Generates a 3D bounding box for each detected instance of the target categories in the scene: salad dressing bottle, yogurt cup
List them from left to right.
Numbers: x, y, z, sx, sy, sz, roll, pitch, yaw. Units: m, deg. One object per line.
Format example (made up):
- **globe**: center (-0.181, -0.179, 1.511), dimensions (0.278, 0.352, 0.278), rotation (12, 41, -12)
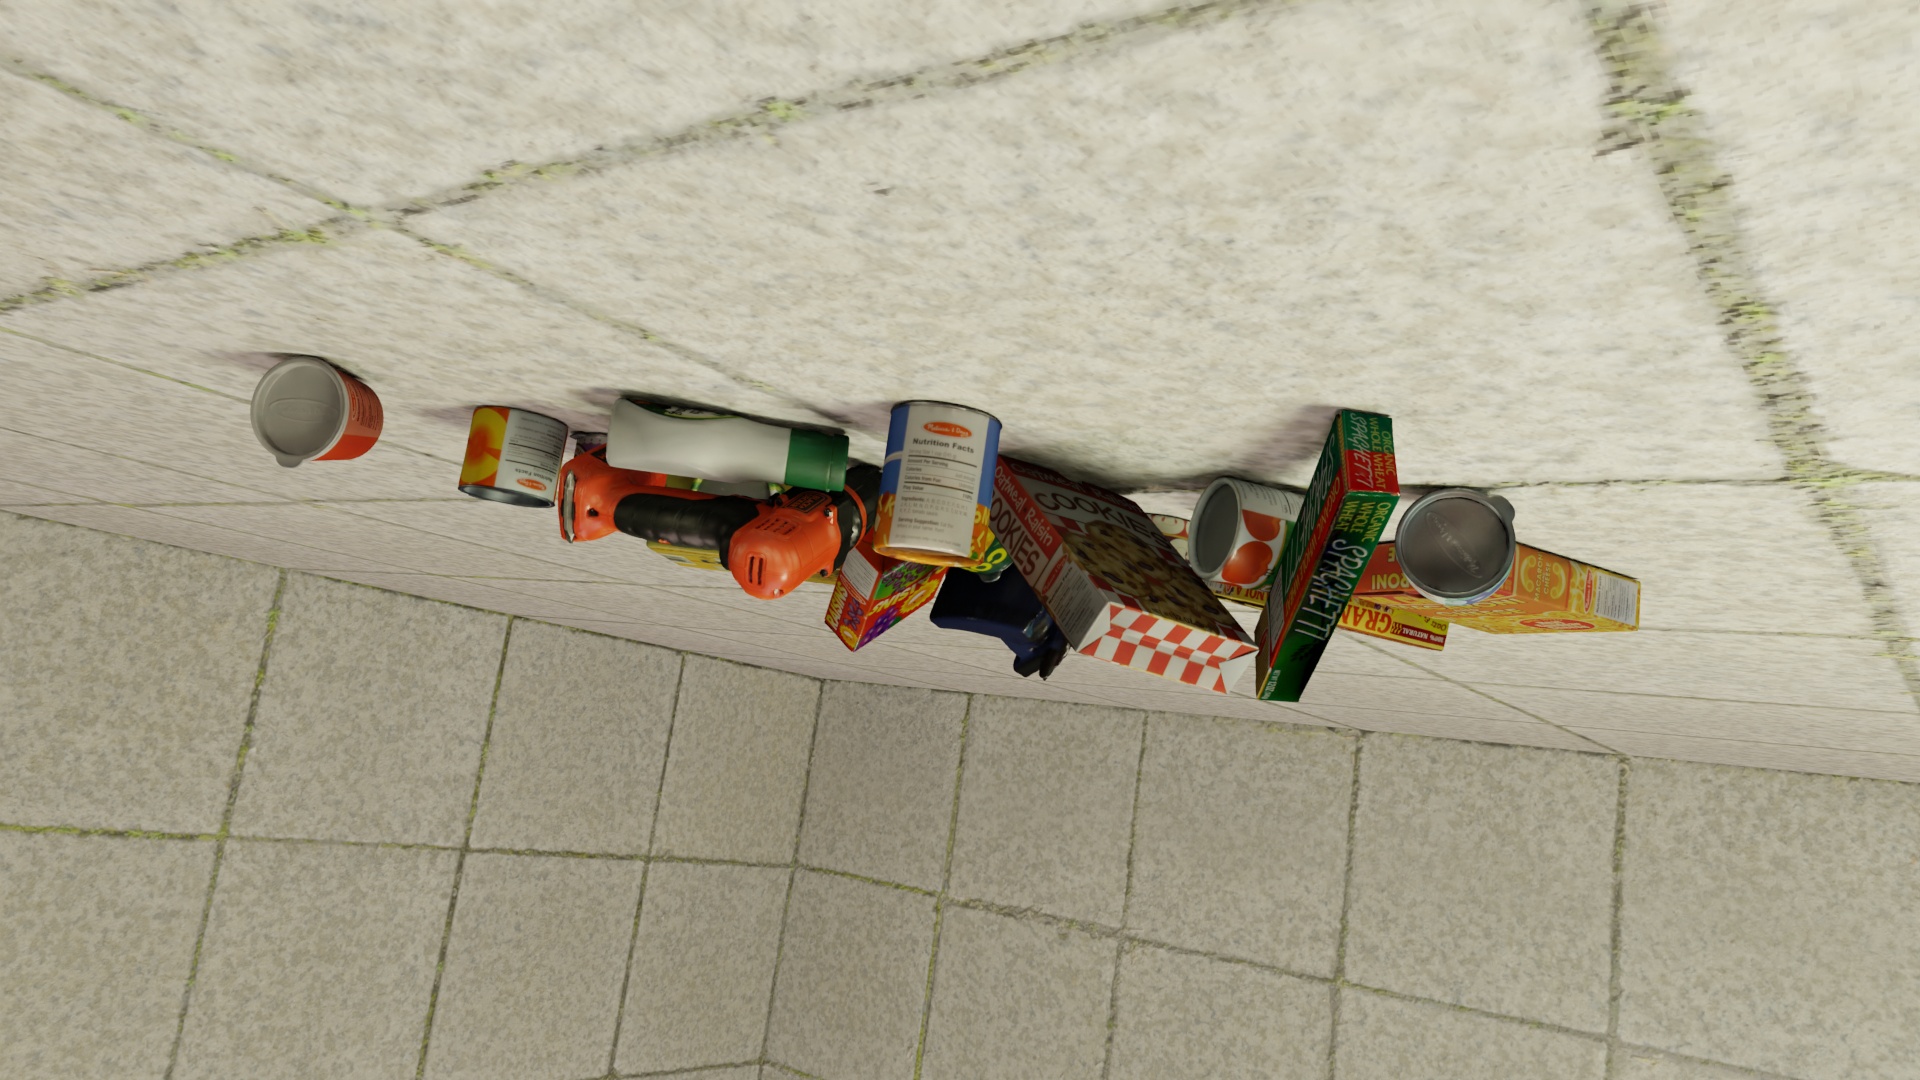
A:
- **yogurt cup**: center (-0.415, -0.082, 0.904), dimensions (0.072, 0.072, 0.054), rotation (6, 178, 10)
- **salad dressing bottle**: center (-0.145, -0.058, 0.876), dimensions (0.148, 0.044, 0.064), rotation (8, -178, -7)

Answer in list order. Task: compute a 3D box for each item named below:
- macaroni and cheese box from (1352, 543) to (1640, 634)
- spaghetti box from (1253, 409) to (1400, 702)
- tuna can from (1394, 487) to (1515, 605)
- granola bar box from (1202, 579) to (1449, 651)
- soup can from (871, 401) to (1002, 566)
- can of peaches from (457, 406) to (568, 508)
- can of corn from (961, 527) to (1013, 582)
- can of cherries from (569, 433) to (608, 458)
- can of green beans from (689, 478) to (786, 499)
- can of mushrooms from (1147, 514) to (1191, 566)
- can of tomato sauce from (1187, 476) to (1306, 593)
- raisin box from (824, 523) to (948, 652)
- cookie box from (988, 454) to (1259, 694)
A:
- **macaroni and cheese box**: center (0.383, 0.035, 0.999), dimensions (0.166, 0.040, 0.123), rotation (13, 169, -30)
- **spaghetti box**: center (0.200, 0.019, 0.780), dimensions (0.029, 0.050, 0.248), rotation (3, 149, 2)
- **tuna can**: center (0.292, 0.002, 0.814), dimensions (0.071, 0.071, 0.033), rotation (4, 170, 21)
- **granola bar box**: center (0.278, 0.045, 1.082), dimensions (0.166, 0.039, 0.124), rotation (14, 180, -30)
- **soup can**: center (-0.014, -0.031, 0.807), dimensions (0.071, 0.084, 0.071), rotation (8, 171, 1)
- **can of peaches**: center (-0.316, -0.058, 0.978), dimensions (0.071, 0.058, 0.071), rotation (8, 171, 1)
- **can of corn**: center (0.003, -0.012, 0.944), dimensions (0.071, 0.071, 0.058), rotation (-1, 166, 42)
- **can of cherries**: center (-0.255, -0.042, 1.016), dimensions (0.071, 0.058, 0.071), rotation (7, 170, 1)
- **can of green beans**: center (-0.162, -0.024, 1.025), dimensions (0.071, 0.071, 0.057), rotation (7, 169, 6)
- **can of mushrooms**: center (0.145, 0.003, 1.030), dimensions (0.071, 0.033, 0.071), rotation (8, 170, 2)
- **can of tomato sauce**: center (0.193, 0.002, 0.870), dimensions (0.083, 0.071, 0.071), rotation (12, 169, -18)
- **raisin box**: center (-0.050, 0.023, 1.030), dimensions (0.040, 0.086, 0.122), rotation (47, 149, 15)
- **cookie box**: center (0.092, 0.017, 0.858), dimensions (0.123, 0.040, 0.168), rotation (17, -156, -33)
